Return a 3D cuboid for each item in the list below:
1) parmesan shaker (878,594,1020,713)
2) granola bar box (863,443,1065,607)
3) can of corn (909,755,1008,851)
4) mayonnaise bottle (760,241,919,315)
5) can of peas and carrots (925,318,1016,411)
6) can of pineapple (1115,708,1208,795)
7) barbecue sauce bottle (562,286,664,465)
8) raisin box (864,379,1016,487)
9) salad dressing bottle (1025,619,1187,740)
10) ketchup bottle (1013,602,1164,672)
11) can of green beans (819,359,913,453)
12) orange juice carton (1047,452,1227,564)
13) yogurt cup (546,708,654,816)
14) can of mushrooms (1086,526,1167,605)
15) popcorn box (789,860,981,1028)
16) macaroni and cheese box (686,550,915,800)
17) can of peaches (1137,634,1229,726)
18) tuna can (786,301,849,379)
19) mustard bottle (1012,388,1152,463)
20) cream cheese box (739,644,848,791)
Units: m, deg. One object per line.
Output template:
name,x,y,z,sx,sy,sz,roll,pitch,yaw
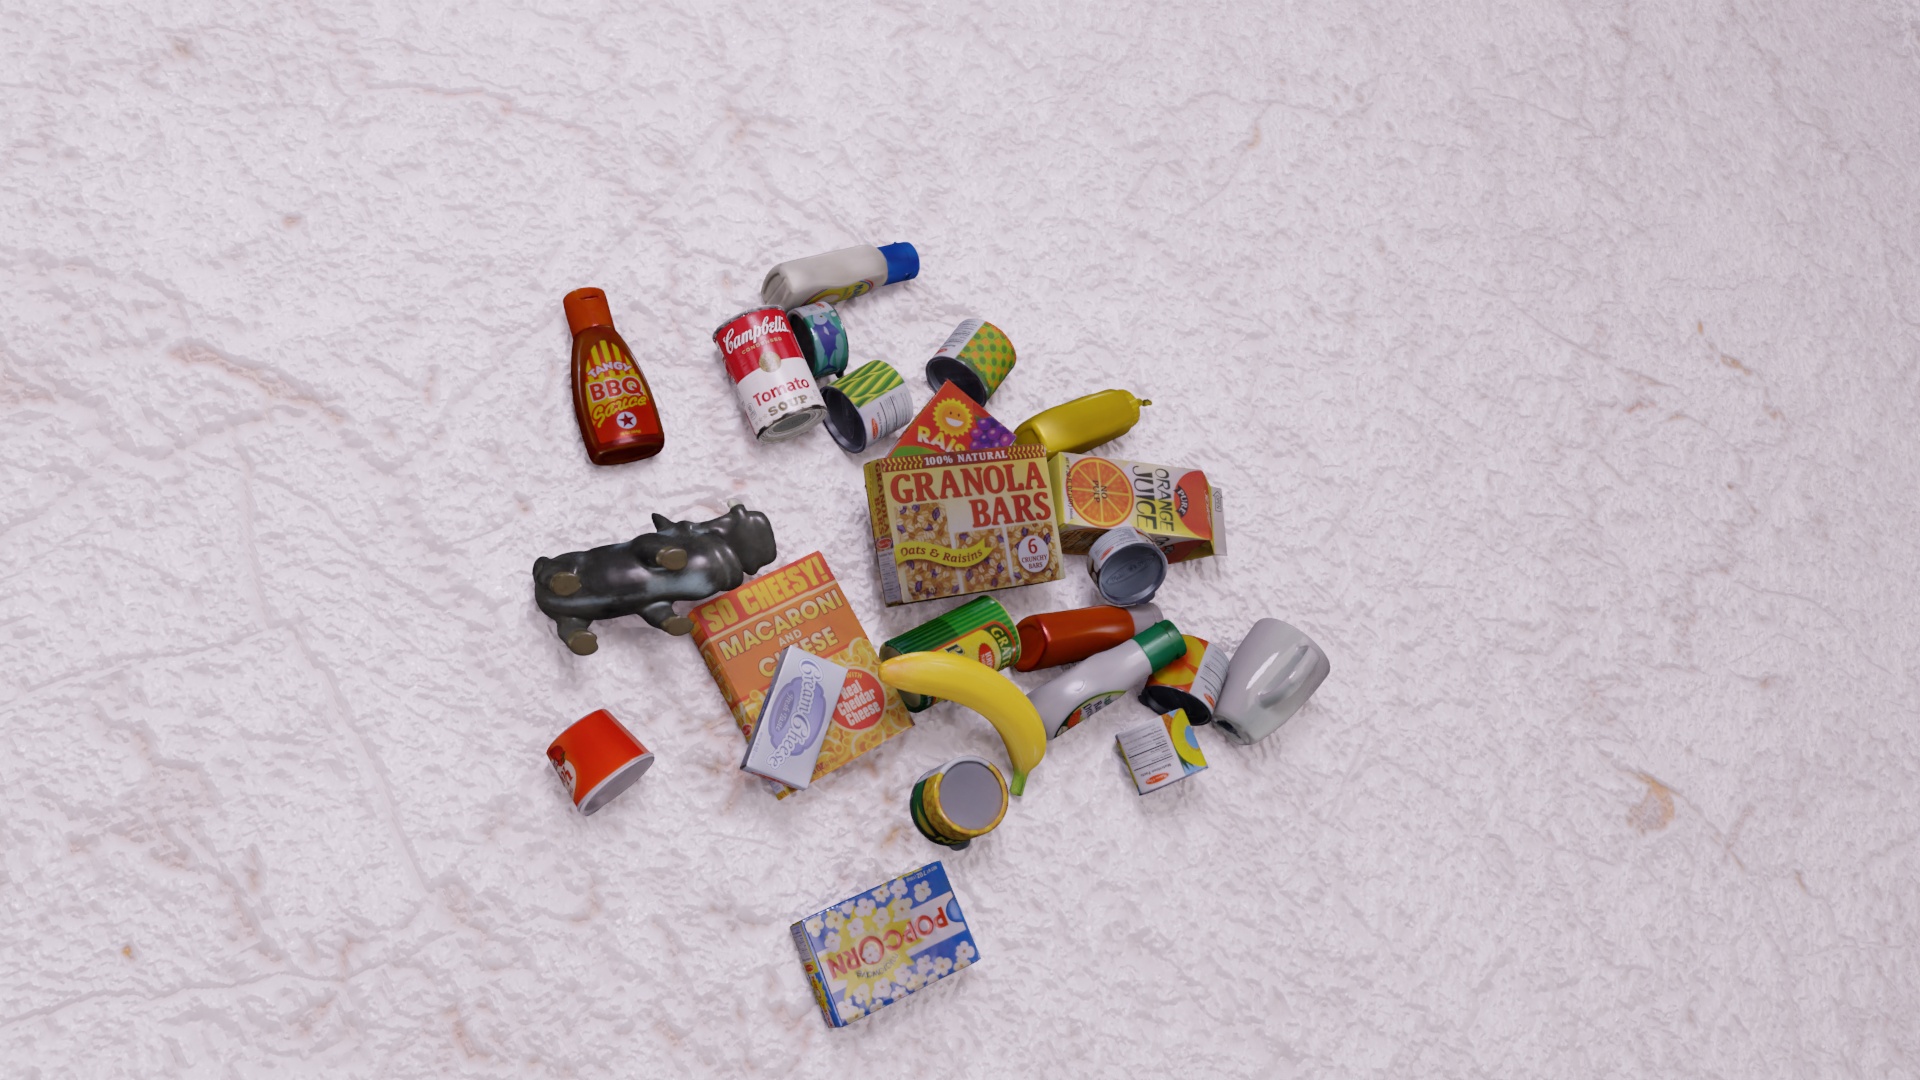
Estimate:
parmesan shaker,-0.009,0.099,1.180,0.103,0.071,0.071,-25,82,-28
granola bar box,0.004,-0.015,1.199,0.166,0.039,0.124,-7,86,-31
can of corn,0.000,0.216,1.140,0.071,0.058,0.071,8,68,-20
mayonnaise bottle,-0.106,-0.243,1.273,0.149,0.064,0.041,-20,83,-32
can of peas and carrots,0.012,-0.161,1.289,0.071,0.070,0.059,39,60,-5
can of pineapple,0.177,0.186,1.225,0.071,0.070,0.058,-16,77,-27
barbecue sauce bottle,-0.296,-0.138,1.160,0.065,0.043,0.149,-13,75,-26
raisin box,-0.017,-0.073,1.256,0.086,0.040,0.124,38,60,-5
salad dressing bottle,0.128,0.119,1.213,0.148,0.064,0.044,-29,68,-11
ketchup bottle,0.116,0.083,1.242,0.149,0.064,0.043,-7,63,-34
can of green beans,-0.084,-0.119,1.230,0.058,0.071,0.071,-34,86,-30
orange juice carton,0.165,-0.027,1.296,0.193,0.072,0.072,6,68,-22
yogurt cup,-0.272,0.163,1.042,0.073,0.072,0.054,-35,79,-30
can of mushrooms,0.149,0.024,1.241,0.071,0.070,0.033,5,29,-22
popcorn box,-0.059,0.315,1.088,0.127,0.038,0.085,-18,77,-27
macaroni and cheese box,-0.132,0.108,1.136,0.124,0.040,0.166,-26,82,-28
can of peaches,0.203,0.126,1.259,0.071,0.071,0.058,32,62,-9
tuna can,-0.128,-0.174,1.234,0.033,0.070,0.071,-19,79,-27
mustard bottle,0.122,-0.112,1.320,0.161,0.065,0.049,-23,83,-34
cream cheese box,-0.129,0.139,1.088,0.053,0.024,0.104,24,65,-14
